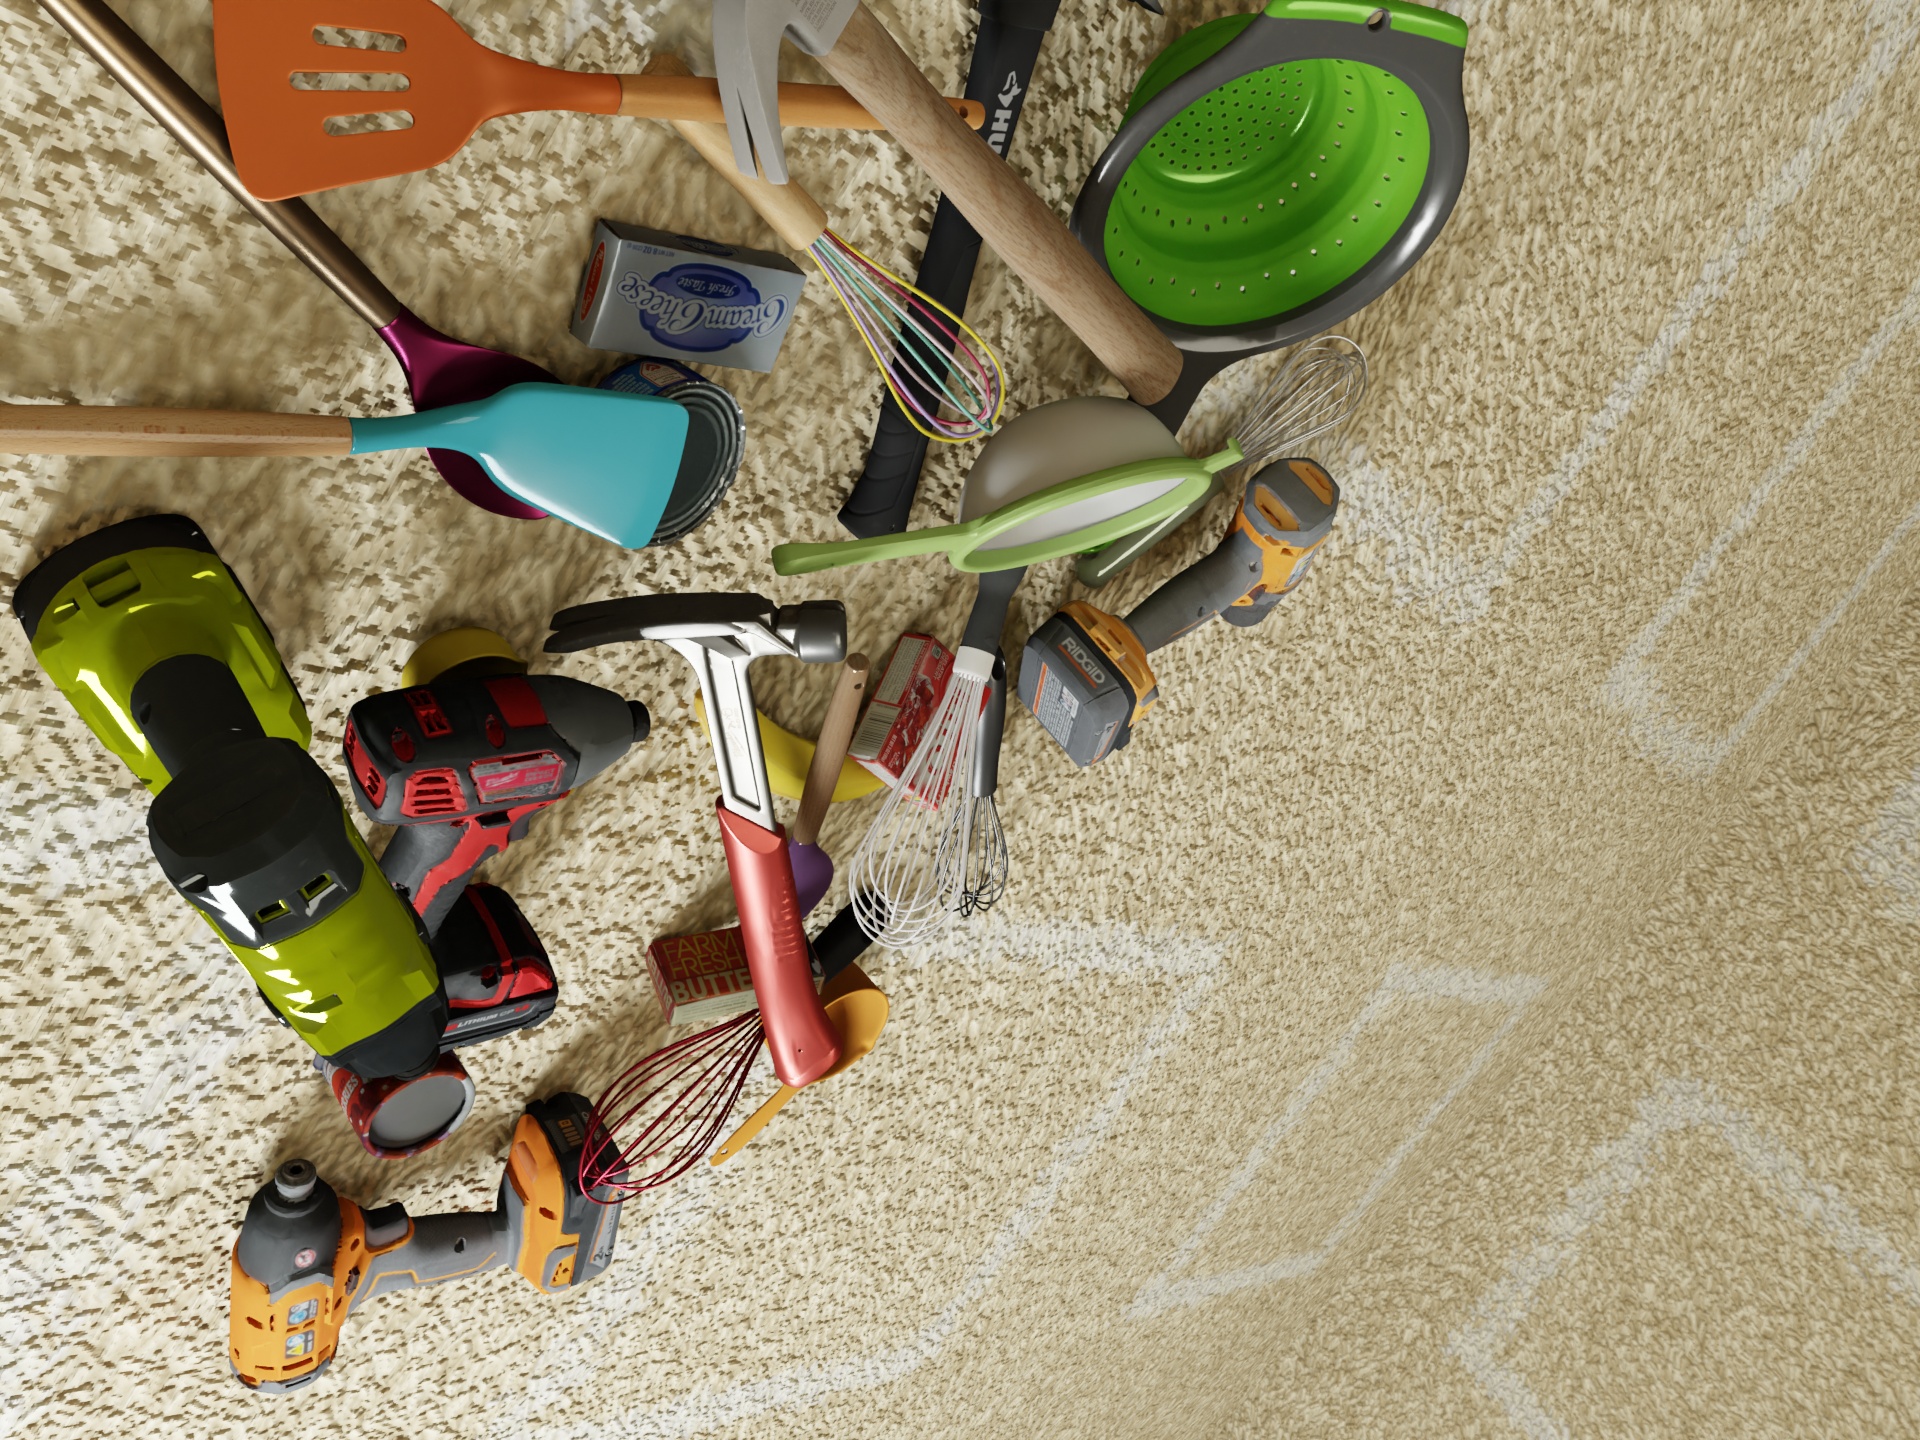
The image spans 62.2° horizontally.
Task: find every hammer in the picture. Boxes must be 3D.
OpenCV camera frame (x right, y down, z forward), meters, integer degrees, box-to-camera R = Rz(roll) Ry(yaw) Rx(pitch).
[{"bbox_3d":[0.012,-0.236,0.719,0.331,0.031,0.130,32,88,-49],"label":"hammer"},{"bbox_3d":[-0.002,-0.233,0.808,0.146,0.035,0.334,-12,133,-38],"label":"hammer"},{"bbox_3d":[-0.122,0.082,0.894,0.149,0.037,0.358,-2,130,2],"label":"hammer"}]

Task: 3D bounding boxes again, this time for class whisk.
[{"bbox_3d":[-0.057,-0.207,0.732,0.047,0.051,0.244,-27,136,26],"label":"whisk"},{"bbox_3d":[0.011,0.045,1.091,0.055,0.055,0.238,-23,134,-30],"label":"whisk"},{"bbox_3d":[-0.001,-0.003,0.946,0.070,0.070,0.285,27,77,-54],"label":"whisk"},{"bbox_3d":[-0.136,0.201,1.029,0.296,0.073,0.073,-42,150,-40],"label":"whisk"},{"bbox_3d":[0.173,-0.169,1.050,0.246,0.058,0.059,-39,113,-5],"label":"whisk"}]

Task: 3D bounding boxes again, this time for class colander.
[{"bbox_3d":[0.125,-0.247,0.888,0.204,0.095,0.396,0,147,-20],"label":"colander"}]

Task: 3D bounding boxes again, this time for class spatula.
[{"bbox_3d":[-0.122,-0.249,0.636,0.322,0.041,0.081,-14,108,-38],"label":"spatula"},{"bbox_3d":[-0.087,0.055,0.951,0.059,0.018,0.315,-18,153,-25],"label":"spatula"},{"bbox_3d":[-0.266,-0.108,0.628,0.317,0.044,0.082,-6,140,-35],"label":"spatula"}]

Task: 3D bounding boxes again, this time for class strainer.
[{"bbox_3d":[0.012,-0.127,0.852,0.256,0.069,0.151,-13,173,-27],"label":"strainer"}]

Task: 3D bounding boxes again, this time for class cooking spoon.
[{"bbox_3d":[-0.243,-0.177,0.625,0.069,0.017,0.318,-43,146,-2],"label":"cooking spoon"}]

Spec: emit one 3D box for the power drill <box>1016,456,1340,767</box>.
[{"bbox_3d":[0.147,-0.066,1.074,0.226,0.084,0.185,-37,166,-13],"label":"power drill"}]

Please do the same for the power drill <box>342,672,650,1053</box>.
[{"bbox_3d":[-0.240,0.068,0.793,0.143,0.079,0.219,-11,139,-40],"label":"power drill"}]

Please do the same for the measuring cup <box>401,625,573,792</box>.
[{"bbox_3d":[-0.234,0.001,0.811,0.062,0.029,0.156,-34,155,-8],"label":"measuring cup"}]

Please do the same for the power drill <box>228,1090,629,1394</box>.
[{"bbox_3d":[-0.323,0.305,0.967,0.226,0.084,0.164,-9,129,-36],"label":"power drill"}]

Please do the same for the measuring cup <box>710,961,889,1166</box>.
[{"bbox_3d":[-0.129,0.238,1.128,0.173,0.052,0.095,-47,145,4],"label":"measuring cup"}]

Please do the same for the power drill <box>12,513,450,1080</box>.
[{"bbox_3d":[-0.275,0.033,0.619,0.080,0.223,0.171,-32,143,-19],"label":"power drill"}]
